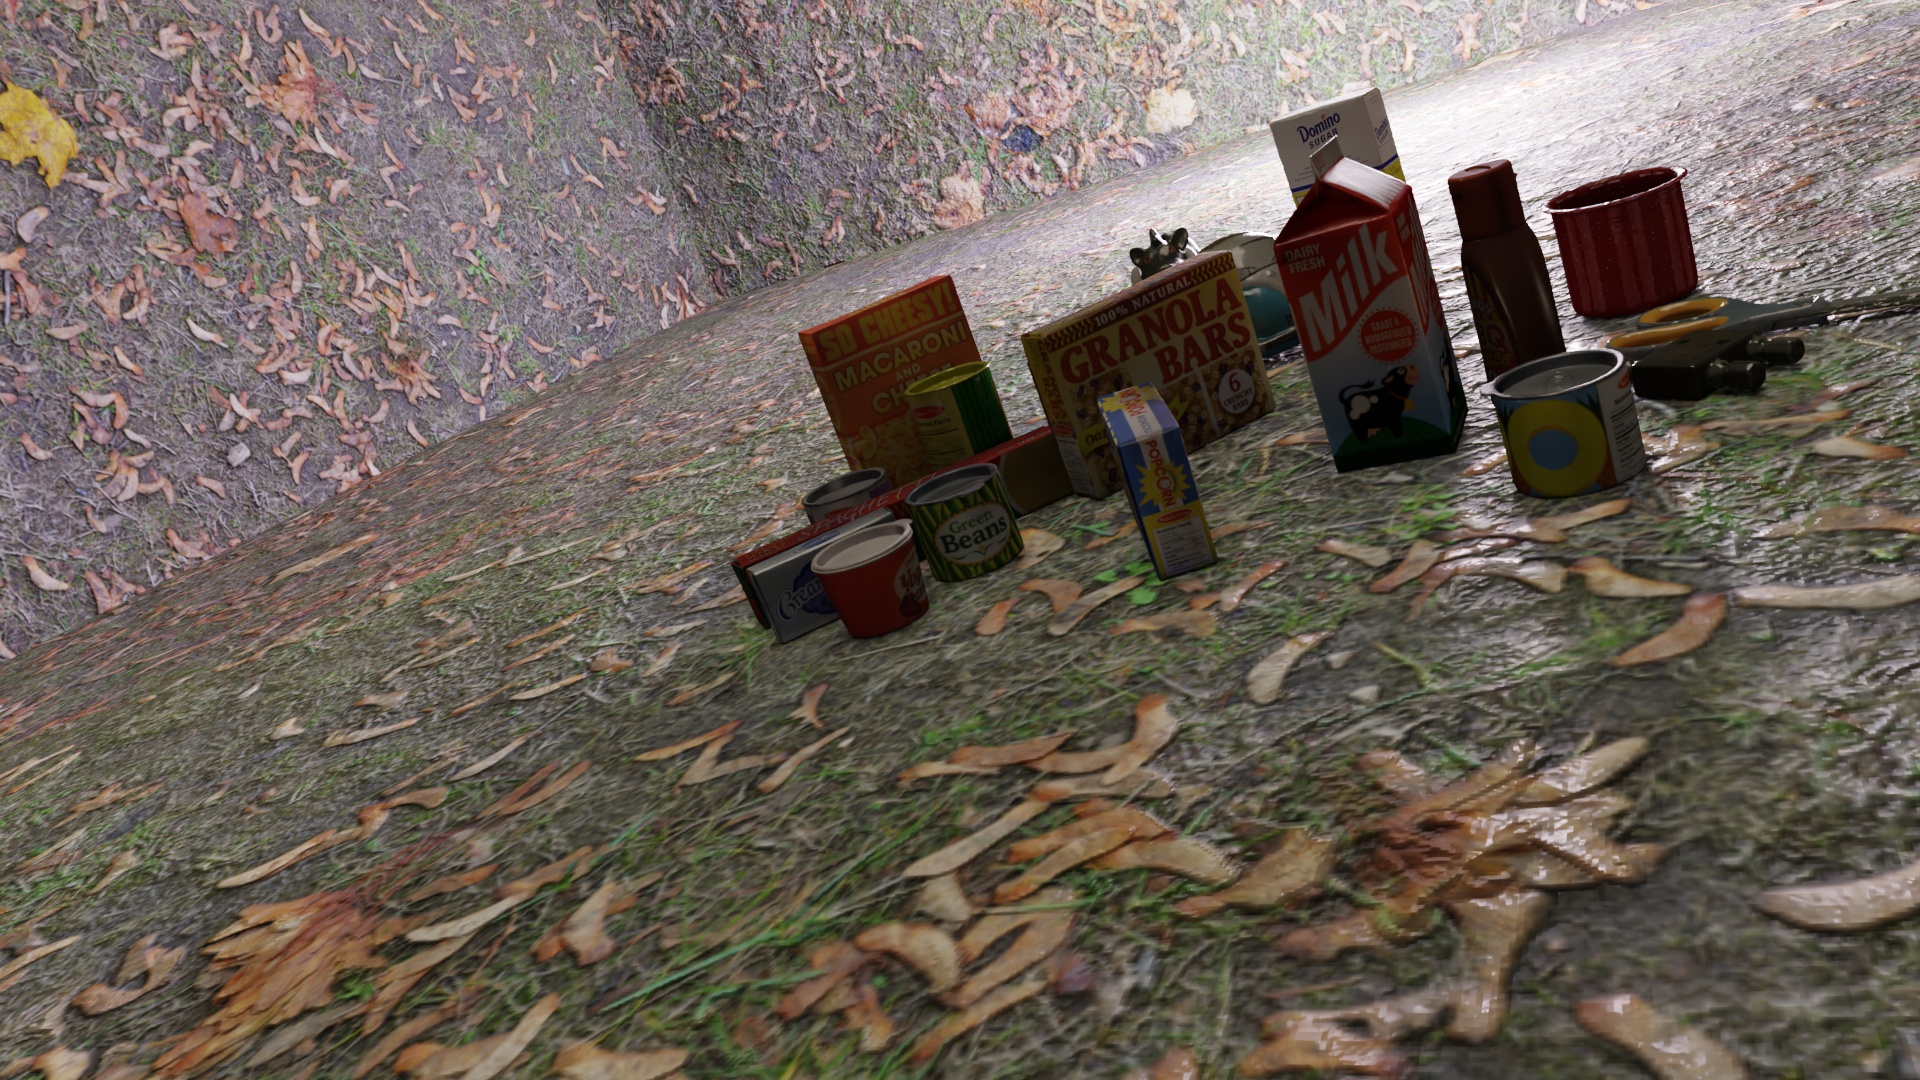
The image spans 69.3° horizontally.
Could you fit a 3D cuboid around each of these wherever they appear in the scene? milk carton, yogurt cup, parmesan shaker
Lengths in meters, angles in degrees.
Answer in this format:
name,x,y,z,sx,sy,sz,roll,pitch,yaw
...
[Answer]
name,x,y,z,sx,sy,sz,roll,pitch,yaw
milk carton,0.243,-0.145,0.835,0.073,0.190,0.073,-10,19,31
yogurt cup,-0.054,0.026,0.879,0.072,0.053,0.072,-19,17,6
parmesan shaker,0.005,-0.074,1.039,0.071,0.102,0.071,-19,17,6

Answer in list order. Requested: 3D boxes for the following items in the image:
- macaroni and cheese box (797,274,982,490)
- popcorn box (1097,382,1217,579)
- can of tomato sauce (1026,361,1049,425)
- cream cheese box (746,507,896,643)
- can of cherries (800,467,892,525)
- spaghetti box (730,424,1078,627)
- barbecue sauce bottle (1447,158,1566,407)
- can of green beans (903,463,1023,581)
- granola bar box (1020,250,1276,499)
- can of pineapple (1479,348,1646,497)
name,x,y,z,sx,sy,sz,roll,pitch,yaw
macaroni and cheese box,-0.039,-0.106,1.078,0.124,0.166,0.040,-26,17,-17
popcorn box,0.116,-0.039,0.833,0.038,0.085,0.127,-19,17,6
can of tomato sauce,0.095,-0.109,1.079,0.071,0.083,0.071,-19,17,6
cream cheese box,-0.085,0.023,0.925,0.104,0.053,0.024,-25,17,-14
can of cherries,-0.075,-0.015,1.025,0.071,0.058,0.072,-19,17,6
spaghetti box,-0.036,-0.011,0.982,0.251,0.050,0.029,-24,17,-12
barbecue sauce bottle,0.327,-0.150,0.829,0.044,0.148,0.065,-20,16,2
can of green beans,0.003,-0.012,0.927,0.071,0.057,0.071,-19,17,6
granola bar box,0.136,-0.120,0.994,0.166,0.124,0.039,-27,18,-21
can of pineapple,0.314,-0.061,0.722,0.071,0.057,0.071,-19,17,6
